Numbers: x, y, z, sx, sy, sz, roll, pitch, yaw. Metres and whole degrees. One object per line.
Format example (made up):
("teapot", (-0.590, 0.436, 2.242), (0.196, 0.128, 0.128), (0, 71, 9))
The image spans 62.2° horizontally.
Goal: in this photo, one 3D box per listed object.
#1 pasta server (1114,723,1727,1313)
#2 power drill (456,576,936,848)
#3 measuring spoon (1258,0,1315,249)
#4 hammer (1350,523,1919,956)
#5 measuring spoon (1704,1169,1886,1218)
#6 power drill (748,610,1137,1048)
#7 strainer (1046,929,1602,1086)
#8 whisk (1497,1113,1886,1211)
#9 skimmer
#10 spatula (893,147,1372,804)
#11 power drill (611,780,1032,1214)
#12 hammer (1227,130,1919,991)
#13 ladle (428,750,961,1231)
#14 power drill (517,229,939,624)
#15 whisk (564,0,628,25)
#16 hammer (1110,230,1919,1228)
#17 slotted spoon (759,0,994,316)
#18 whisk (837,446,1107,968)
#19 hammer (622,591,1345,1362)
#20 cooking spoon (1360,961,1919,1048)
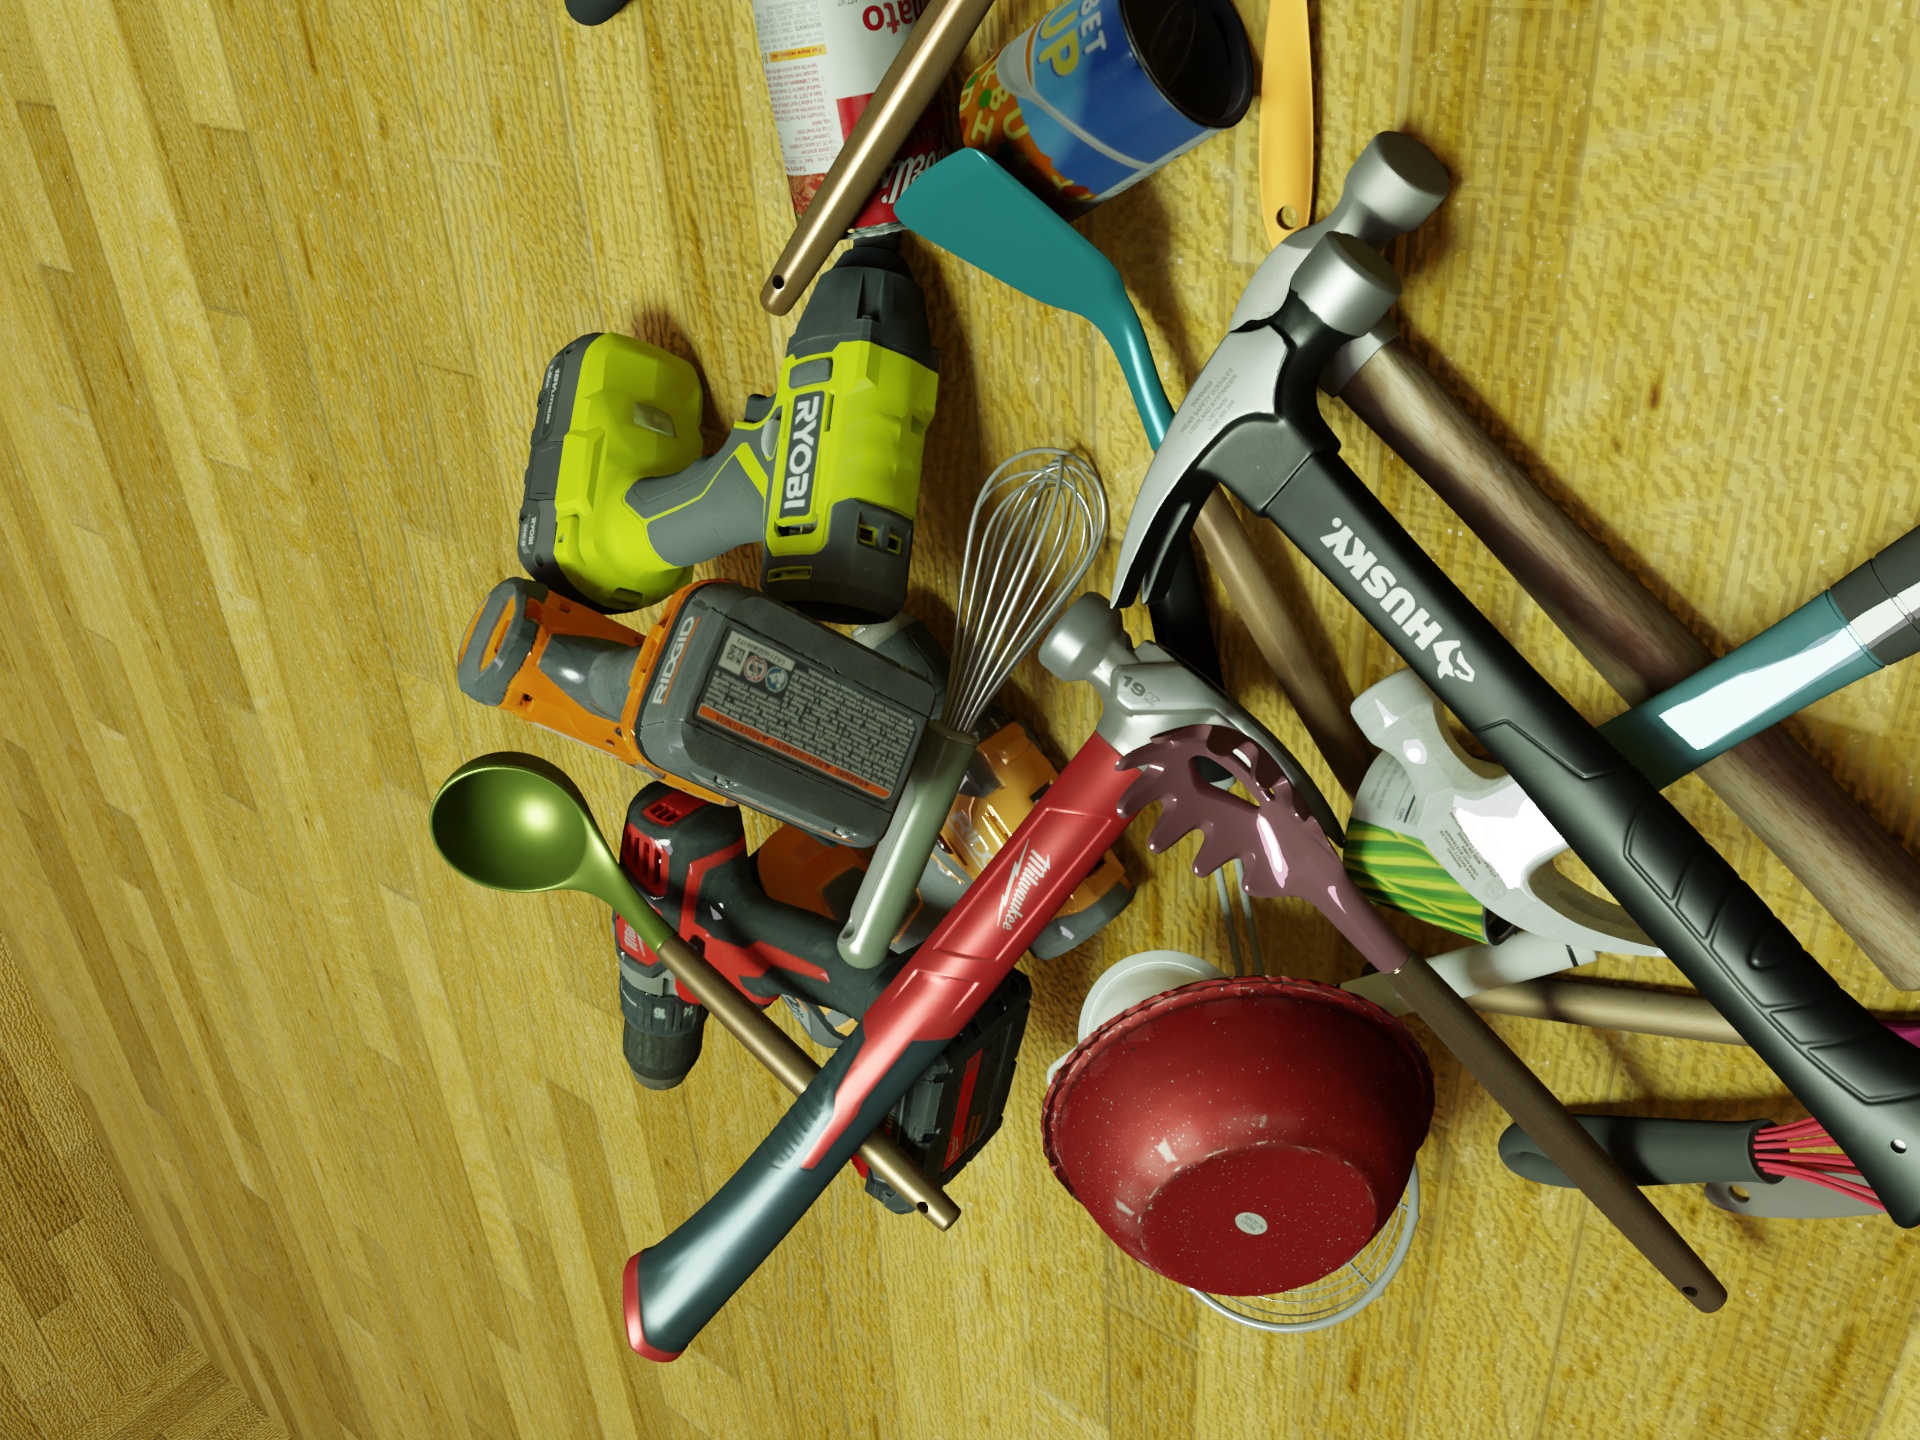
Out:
("pasta server", (0.179, 0.114, 0.596), (0.316, 0.040, 0.060), (47, 136, -5))
("power drill", (-0.112, -0.004, 0.714), (0.164, 0.084, 0.227), (27, 169, -36))
("measuring spoon", (0.115, -0.218, 0.549), (0.021, 0.011, 0.116), (17, 130, 31))
("hammer", (0.271, -0.036, 0.458), (0.331, 0.033, 0.128), (-40, 74, 38))
("measuring spoon", (0.336, 0.173, 0.596), (0.034, 0.018, 0.124), (60, 146, -1))
("power drill", (-0.037, 0.061, 0.822), (0.185, 0.084, 0.226), (55, 135, 1))
("strainer", (0.145, 0.119, 0.650), (0.258, 0.050, 0.087), (-21, 82, 19))
("whisk", (0.304, 0.153, 0.563), (0.073, 0.073, 0.296), (58, 150, -3))
("skimmer", (0.116, 0.092, 0.688), (0.127, 0.090, 0.363), (-6, 111, 22))
("spatula", (0.085, -0.080, 0.619), (0.317, 0.044, 0.082), (57, 161, -13))
("power drill", (-0.088, 0.151, 0.803), (0.227, 0.080, 0.187), (27, 124, 25))
("hammer", (0.218, -0.039, 0.550), (0.331, 0.031, 0.130), (49, 138, 7))
("ladle", (-0.126, 0.126, 0.740), (0.320, 0.062, 0.078), (40, 121, 17))
("power drill", (-0.105, -0.129, 0.732), (0.223, 0.080, 0.171), (0, 80, 43))
("whisk", (-0.100, -0.359, 0.621), (0.284, 0.070, 0.070), (-23, 99, 53))
("hammer", (0.180, 0.011, 0.502), (0.335, 0.035, 0.146), (52, 126, 19))
("slotted spoon", (0.009, -0.265, 0.549), (0.070, 0.031, 0.313), (47, 123, 10))
("whisk", (-0.001, -0.002, 0.694), (0.246, 0.059, 0.058), (-67, 18, 9))
("hammer", (-0.010, 0.139, 0.672), (0.143, 0.038, 0.386), (40, 102, 9))
("cooking spoon", (0.293, 0.112, 0.588), (0.319, 0.017, 0.068), (0, 130, 43))
